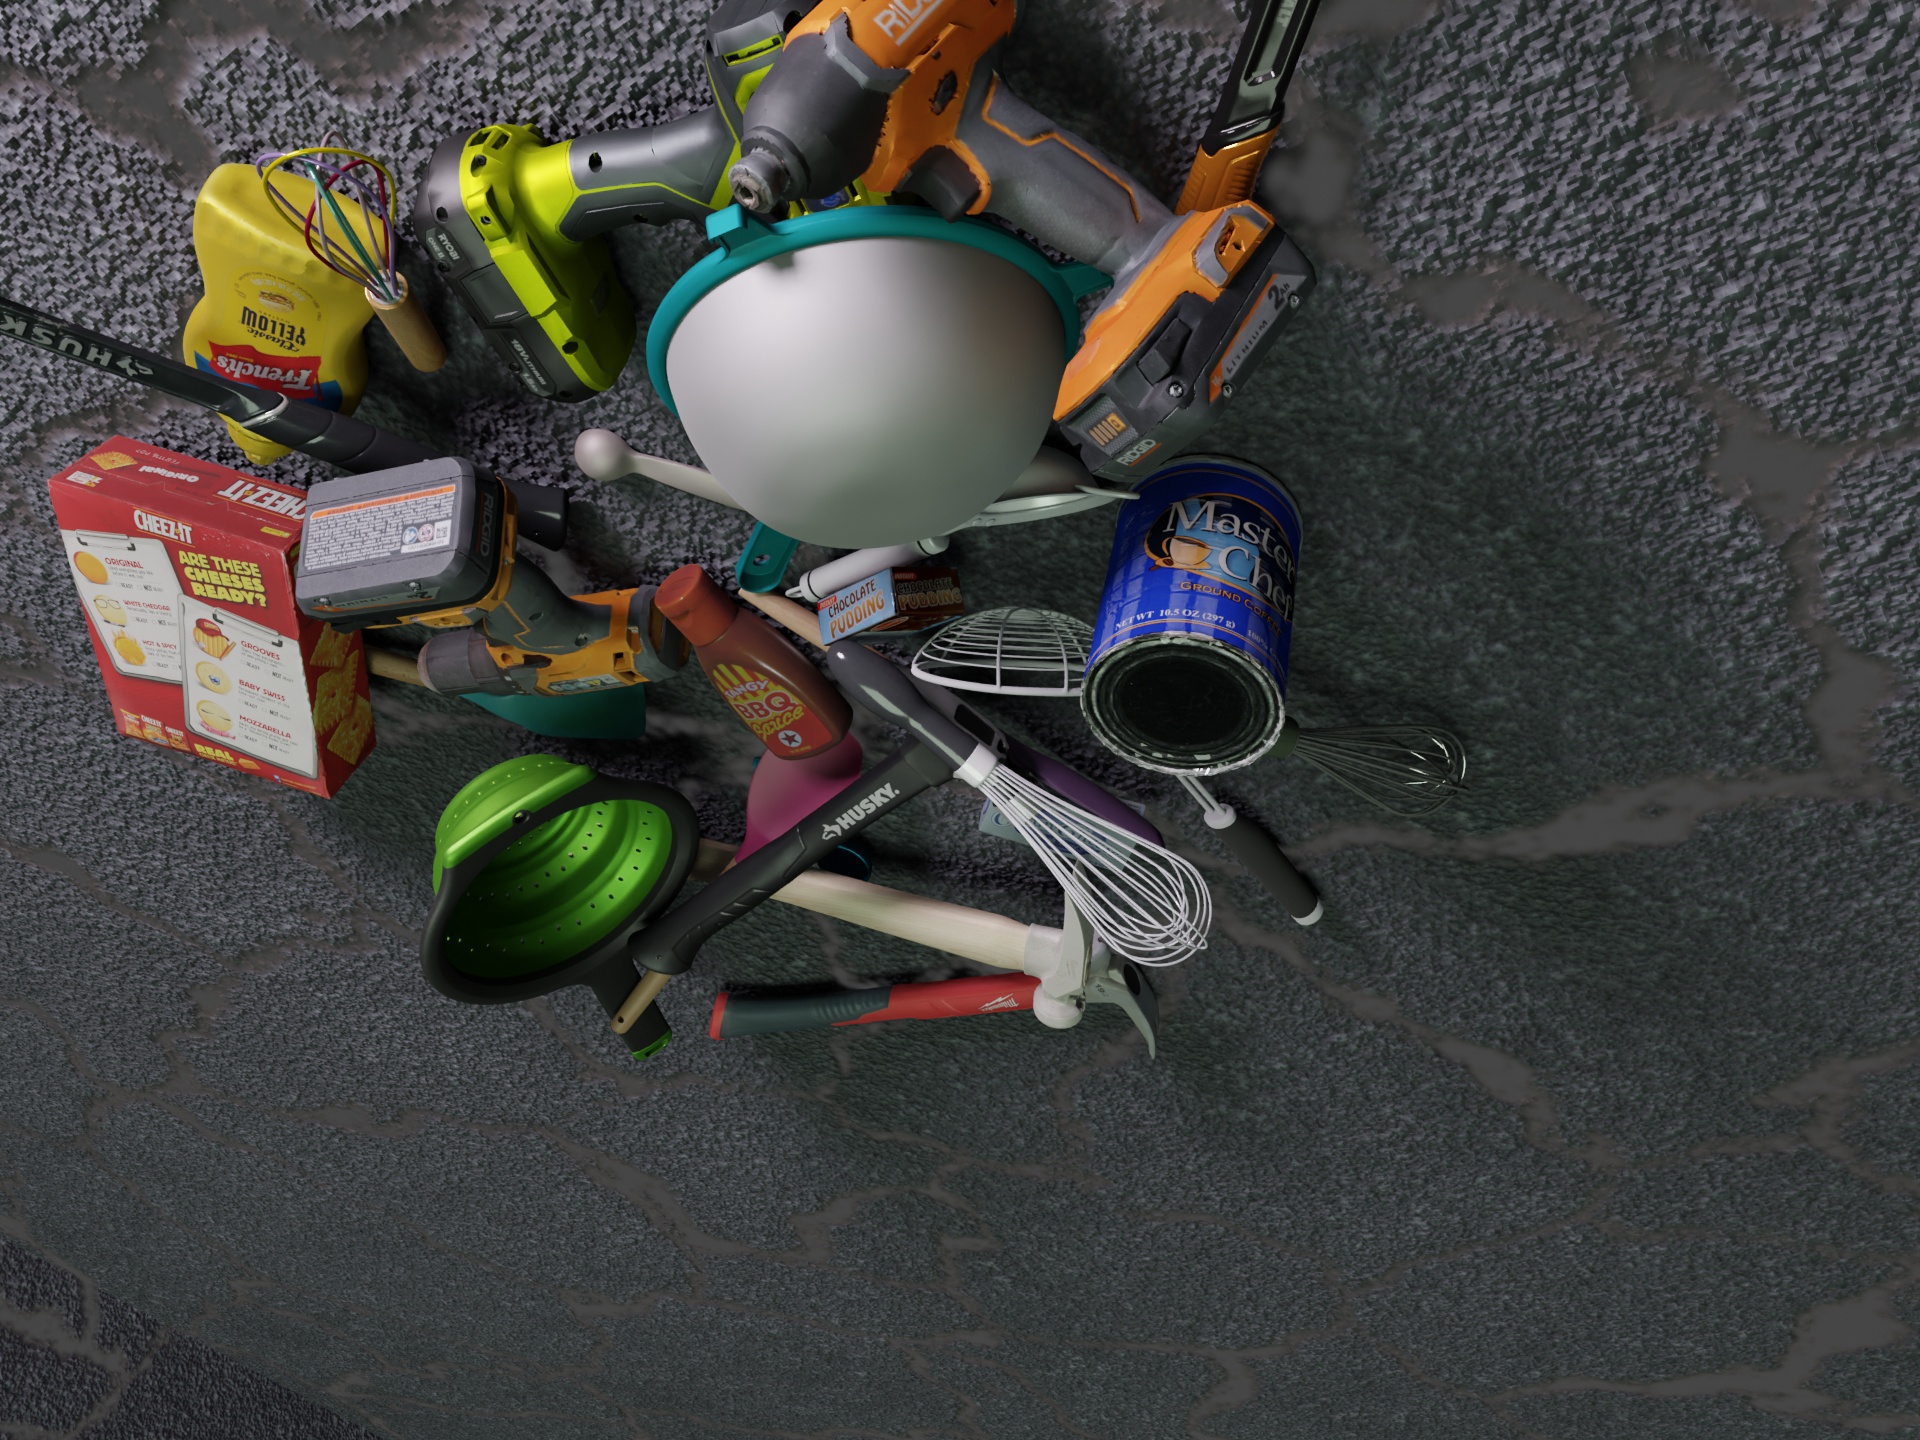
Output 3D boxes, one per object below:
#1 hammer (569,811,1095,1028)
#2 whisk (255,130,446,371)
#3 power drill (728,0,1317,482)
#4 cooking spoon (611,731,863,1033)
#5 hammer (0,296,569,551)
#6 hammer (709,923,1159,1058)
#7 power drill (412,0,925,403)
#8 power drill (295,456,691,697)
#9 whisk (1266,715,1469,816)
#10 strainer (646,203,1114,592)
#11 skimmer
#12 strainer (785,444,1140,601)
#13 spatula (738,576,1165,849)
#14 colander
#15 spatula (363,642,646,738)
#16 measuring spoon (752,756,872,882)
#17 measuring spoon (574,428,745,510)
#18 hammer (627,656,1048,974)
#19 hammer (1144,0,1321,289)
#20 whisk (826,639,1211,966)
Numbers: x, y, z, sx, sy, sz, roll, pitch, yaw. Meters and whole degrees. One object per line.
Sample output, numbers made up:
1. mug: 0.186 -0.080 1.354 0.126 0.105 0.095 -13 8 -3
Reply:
1. hammer: -0.105 0.115 1.145 0.411 0.038 0.146 13 133 13
2. whisk: -0.282 -0.219 0.778 0.051 0.047 0.245 49 171 1
3. power drill: 0.021 -0.206 0.654 0.226 0.164 0.084 42 154 -10
4. cooking spoon: -0.167 0.118 1.128 0.069 0.017 0.318 42 114 8
5. hammer: -0.397 -0.170 0.853 0.408 0.036 0.149 19 140 -35
6. hammer: -0.033 0.236 1.286 0.386 0.038 0.143 -11 134 27
7. power drill: -0.130 -0.237 0.766 0.223 0.080 0.171 -10 134 22
8. power drill: -0.293 -0.068 0.949 0.185 0.084 0.226 -7 162 19
9. whisk: 0.194 0.012 0.916 0.246 0.058 0.059 13 107 -22
10. strainer: -0.064 -0.118 0.817 0.211 0.095 0.340 1 157 -22
11. skimmer: 0.115 0.048 0.993 0.363 0.090 0.127 45 163 -32
12. strainer: -0.011 -0.108 0.897 0.258 0.050 0.087 -17 173 39
13. spatula: -0.002 -0.003 1.009 0.315 0.060 0.018 31 105 -10
14. colander: -0.283 0.136 1.152 0.095 0.204 0.396 47 161 29
15. spatula: -0.374 -0.041 1.099 0.317 0.044 0.082 15 140 8
16. measuring spoon: -0.106 0.068 1.144 0.042 0.021 0.128 -18 120 36
17. measuring spoon: -0.167 -0.139 0.927 0.124 0.018 0.034 17 139 -2
18. hammer: -0.111 0.081 1.046 0.334 0.035 0.146 -35 110 31
19. hammer: 0.126 -0.242 0.711 0.127 0.034 0.336 18 139 -1
20. whisk: 0.034 0.047 0.935 0.284 0.070 0.070 39 135 -5
